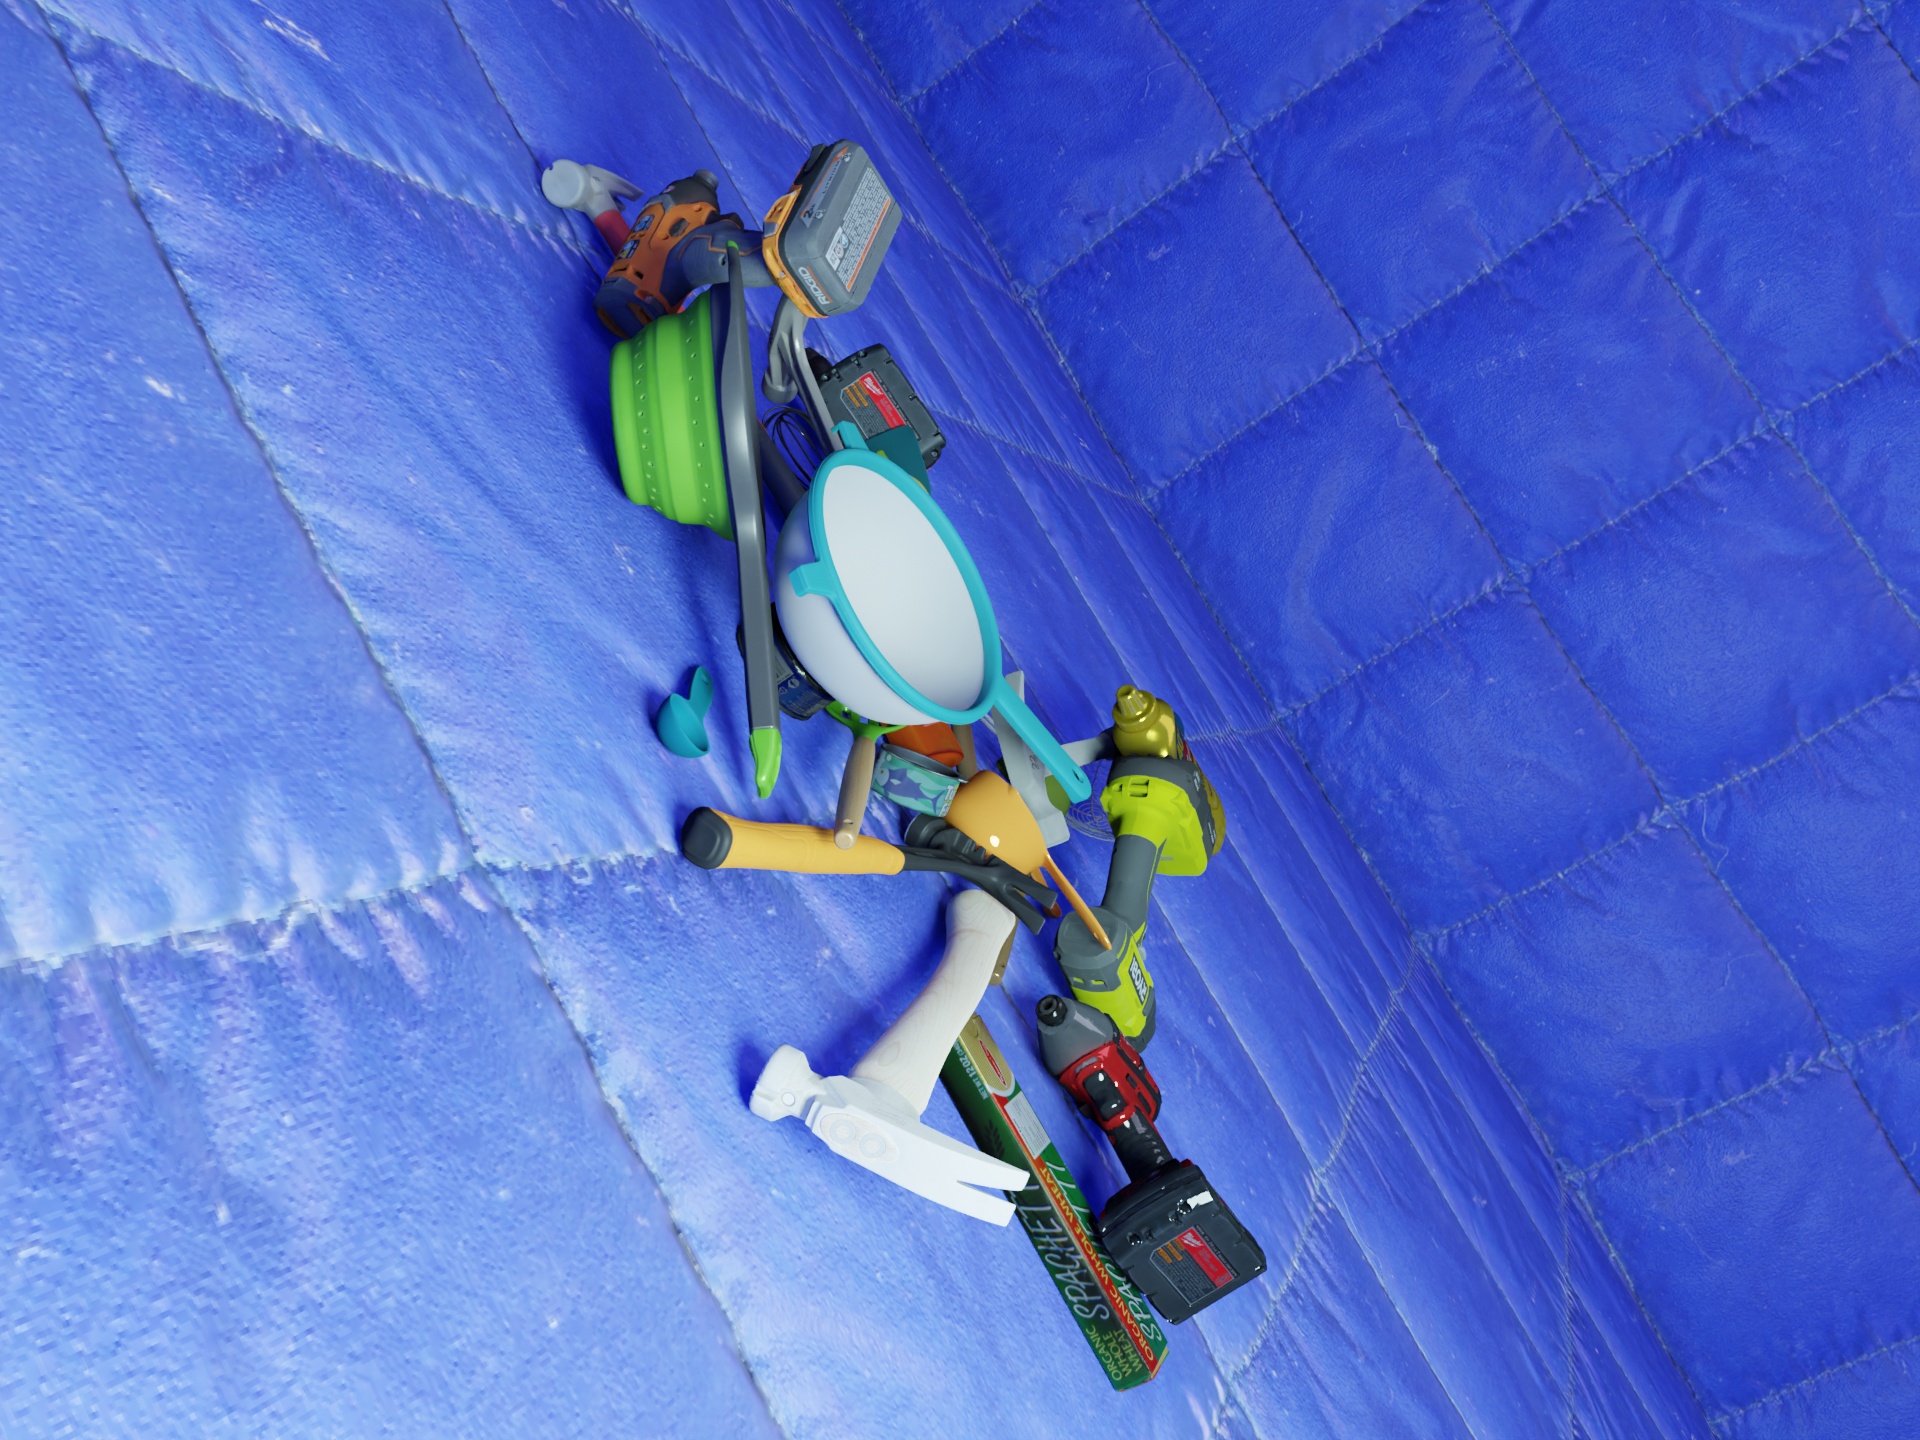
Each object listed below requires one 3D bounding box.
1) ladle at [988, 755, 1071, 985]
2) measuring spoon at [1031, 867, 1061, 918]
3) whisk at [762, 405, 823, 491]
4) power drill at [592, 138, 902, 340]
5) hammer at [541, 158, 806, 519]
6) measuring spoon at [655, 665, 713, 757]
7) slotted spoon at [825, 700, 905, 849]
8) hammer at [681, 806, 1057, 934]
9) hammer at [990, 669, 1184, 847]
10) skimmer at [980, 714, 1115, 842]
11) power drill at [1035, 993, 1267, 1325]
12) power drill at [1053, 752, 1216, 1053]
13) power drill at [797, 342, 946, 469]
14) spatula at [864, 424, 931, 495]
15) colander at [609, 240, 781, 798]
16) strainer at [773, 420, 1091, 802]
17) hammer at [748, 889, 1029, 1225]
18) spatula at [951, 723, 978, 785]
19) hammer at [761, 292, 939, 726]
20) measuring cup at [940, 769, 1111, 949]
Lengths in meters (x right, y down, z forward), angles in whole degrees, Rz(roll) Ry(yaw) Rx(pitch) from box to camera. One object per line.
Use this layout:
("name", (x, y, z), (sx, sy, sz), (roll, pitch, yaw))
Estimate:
("ladle", (0.044, 0.119, 1.311), (0.078, 0.062, 0.320), (43, 29, -14))
("measuring spoon", (0.056, 0.124, 1.384), (0.021, 0.011, 0.117), (14, 42, -56))
("whisk", (-0.099, -0.177, 1.389), (0.239, 0.055, 0.055), (55, 17, 7))
("power drill", (-0.163, -0.374, 1.218), (0.084, 0.226, 0.164), (50, 51, -46))
("hammer", (-0.211, -0.300, 1.353), (0.386, 0.038, 0.143), (57, 16, -2))
("measuring spoon", (-0.172, -0.007, 0.997), (0.042, 0.021, 0.129), (58, 7, -17))
("slotted spoon", (-0.071, 0.026, 1.096), (0.070, 0.031, 0.314), (12, 17, -4))
("hammer", (-0.059, 0.091, 1.031), (0.127, 0.034, 0.336), (32, 9, 29))
("hammer", (0.128, 0.019, 1.450), (0.405, 0.035, 0.144), (-10, 82, -65))
("skimmer", (0.065, 0.000, 1.480), (0.362, 0.090, 0.127), (43, 23, -37))
("power drill", (0.117, 0.288, 1.099), (0.143, 0.078, 0.220), (54, 5, -35))
("power drill", (0.147, 0.154, 1.324), (0.171, 0.080, 0.223), (66, 36, -44))
("power drill", (-0.096, -0.279, 1.469), (0.188, 0.080, 0.227), (56, -6, -4))
("spatula", (-0.007, -0.096, 1.355), (0.317, 0.082, 0.044), (63, -7, -8))
("colander", (-0.178, -0.133, 1.060), (0.204, 0.094, 0.397), (96, -13, -65))
("strainer", (-0.030, -0.038, 1.161), (0.340, 0.095, 0.211), (48, 31, -30))
("hammer", (-0.002, 0.183, 0.995), (0.146, 0.038, 0.410), (24, 13, 6))
("spatula", (-0.002, -0.004, 1.355), (0.059, 0.018, 0.316), (22, 45, -36))
("hammer", (-0.076, -0.165, 1.259), (0.359, 0.036, 0.149), (67, -23, 14))
("measuring cup", (0.044, 0.118, 1.212), (0.174, 0.052, 0.095), (52, -20, 22))
